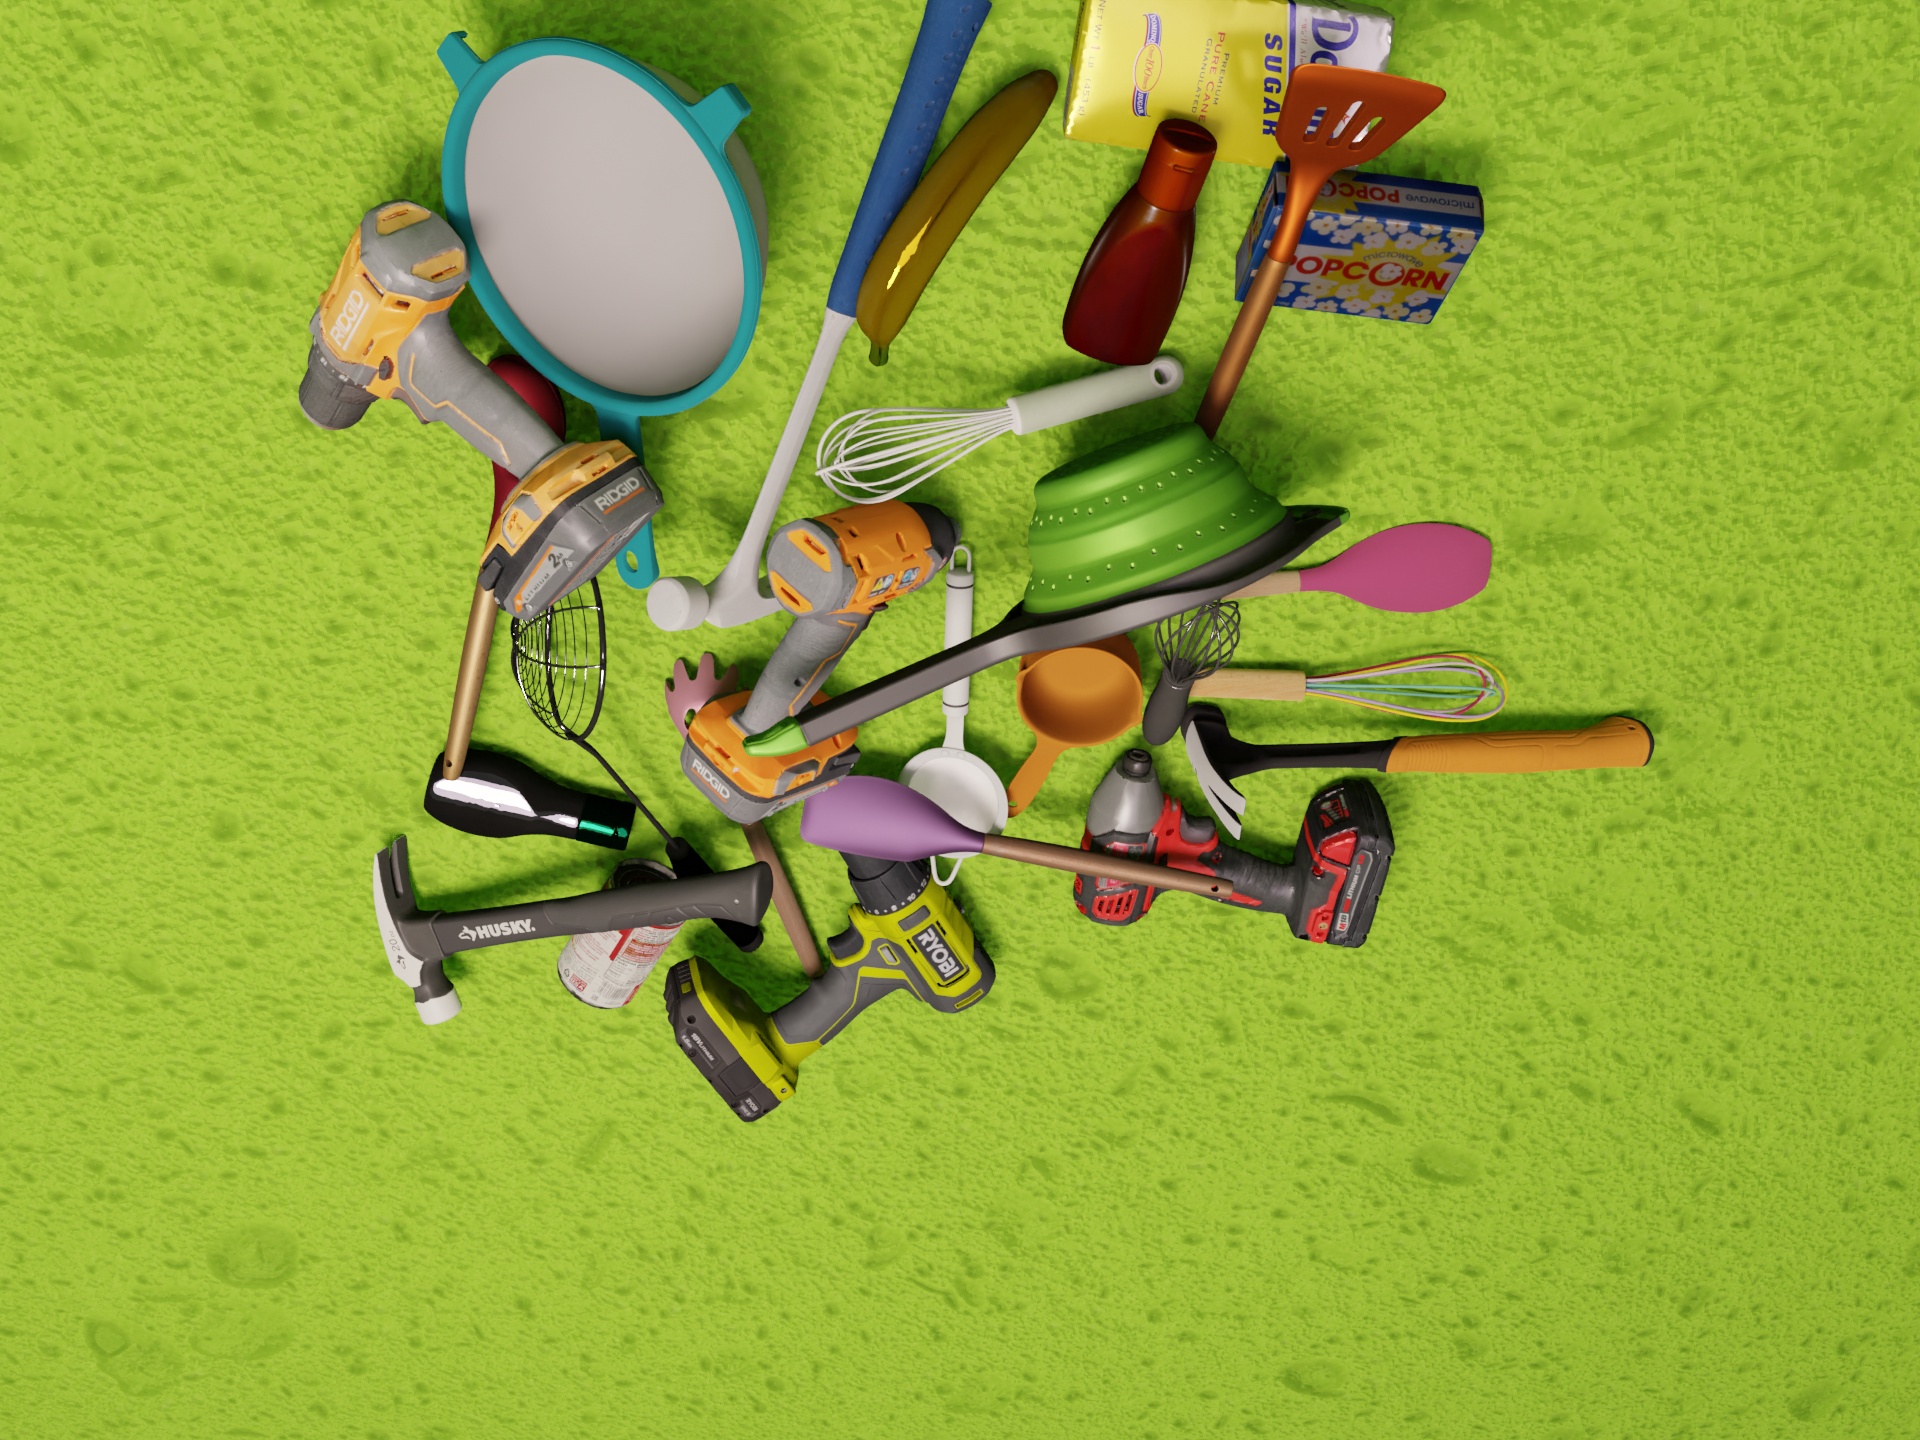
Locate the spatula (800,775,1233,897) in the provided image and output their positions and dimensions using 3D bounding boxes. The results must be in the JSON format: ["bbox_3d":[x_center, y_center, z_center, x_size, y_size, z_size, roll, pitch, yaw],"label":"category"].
[{"bbox_3d":[0.042,0.091,1.147,0.316,0.018,0.059,11,100,-1],"label":"spatula"}]

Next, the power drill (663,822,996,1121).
[{"bbox_3d":[-0.107,0.183,1.210,0.228,0.080,0.190,-32,119,-1],"label":"power drill"}]

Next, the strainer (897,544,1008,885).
[{"bbox_3d":[-0.002,-0.004,1.141,0.087,0.050,0.258,10,117,15],"label":"strainer"}]

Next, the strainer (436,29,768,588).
[{"bbox_3d":[-0.188,-0.241,0.957,0.211,0.095,0.340,18,131,19],"label":"strainer"}]

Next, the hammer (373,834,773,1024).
[{"bbox_3d":[-0.286,0.138,1.162,0.335,0.035,0.146,-10,106,22],"label":"hammer"}]

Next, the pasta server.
[{"bbox_3d":[-0.151,0.089,1.204,0.060,0.040,0.316,-13,125,7],"label":"pasta server"}]

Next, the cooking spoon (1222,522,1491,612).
[{"bbox_3d":[0.209,-0.094,1.102,0.319,0.017,0.068,-5,120,1],"label":"cooking spoon"}]

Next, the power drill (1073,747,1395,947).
[{"bbox_3d":[0.200,0.093,1.185,0.219,0.079,0.143,6,121,-1],"label":"power drill"}]

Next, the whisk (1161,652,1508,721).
[{"bbox_3d":[0.267,-0.027,1.136,0.245,0.051,0.047,2,96,2],"label":"whisk"}]

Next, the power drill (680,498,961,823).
[{"bbox_3d":[-0.085,-0.049,1.061,0.084,0.164,0.226,42,125,18],"label":"power drill"}]

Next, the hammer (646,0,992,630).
[{"bbox_3d":[-0.074,-0.239,0.969,0.035,0.144,0.405,33,112,22],"label":"hammer"}]

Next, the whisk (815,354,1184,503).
[{"bbox_3d":[0.026,-0.189,1.001,0.246,0.059,0.058,-17,98,-9],"label":"whisk"}]

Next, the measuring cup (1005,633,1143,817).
[{"bbox_3d":[0.067,-0.002,1.140,0.095,0.052,0.173,20,130,-12],"label":"measuring cup"}]

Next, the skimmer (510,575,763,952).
[{"bbox_3d":[-0.210,0.038,1.144,0.090,0.127,0.362,-37,130,-8],"label":"skimmer"}]

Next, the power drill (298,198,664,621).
[{"bbox_3d":[-0.305,-0.172,0.963,0.226,0.084,0.185,51,136,-6],"label":"power drill"}]

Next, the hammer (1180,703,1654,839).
[{"bbox_3d":[0.333,0.027,1.132,0.337,0.127,0.034,-2,123,-7],"label":"hammer"}]

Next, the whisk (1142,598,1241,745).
[{"bbox_3d":[0.146,-0.028,1.059,0.055,0.055,0.238,0,160,-1],"label":"whisk"}]

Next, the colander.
[{"bbox_3d":[0.037,-0.092,0.978,0.397,0.204,0.094,-24,103,-8],"label":"colander"}]

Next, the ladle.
[{"bbox_3d":[-0.315,-0.094,1.067,0.069,0.031,0.315,26,115,14],"label":"ladle"}]

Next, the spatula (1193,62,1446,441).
[{"bbox_3d":[0.178,-0.247,0.927,0.081,0.041,0.322,7,145,-7],"label":"spatula"}]
